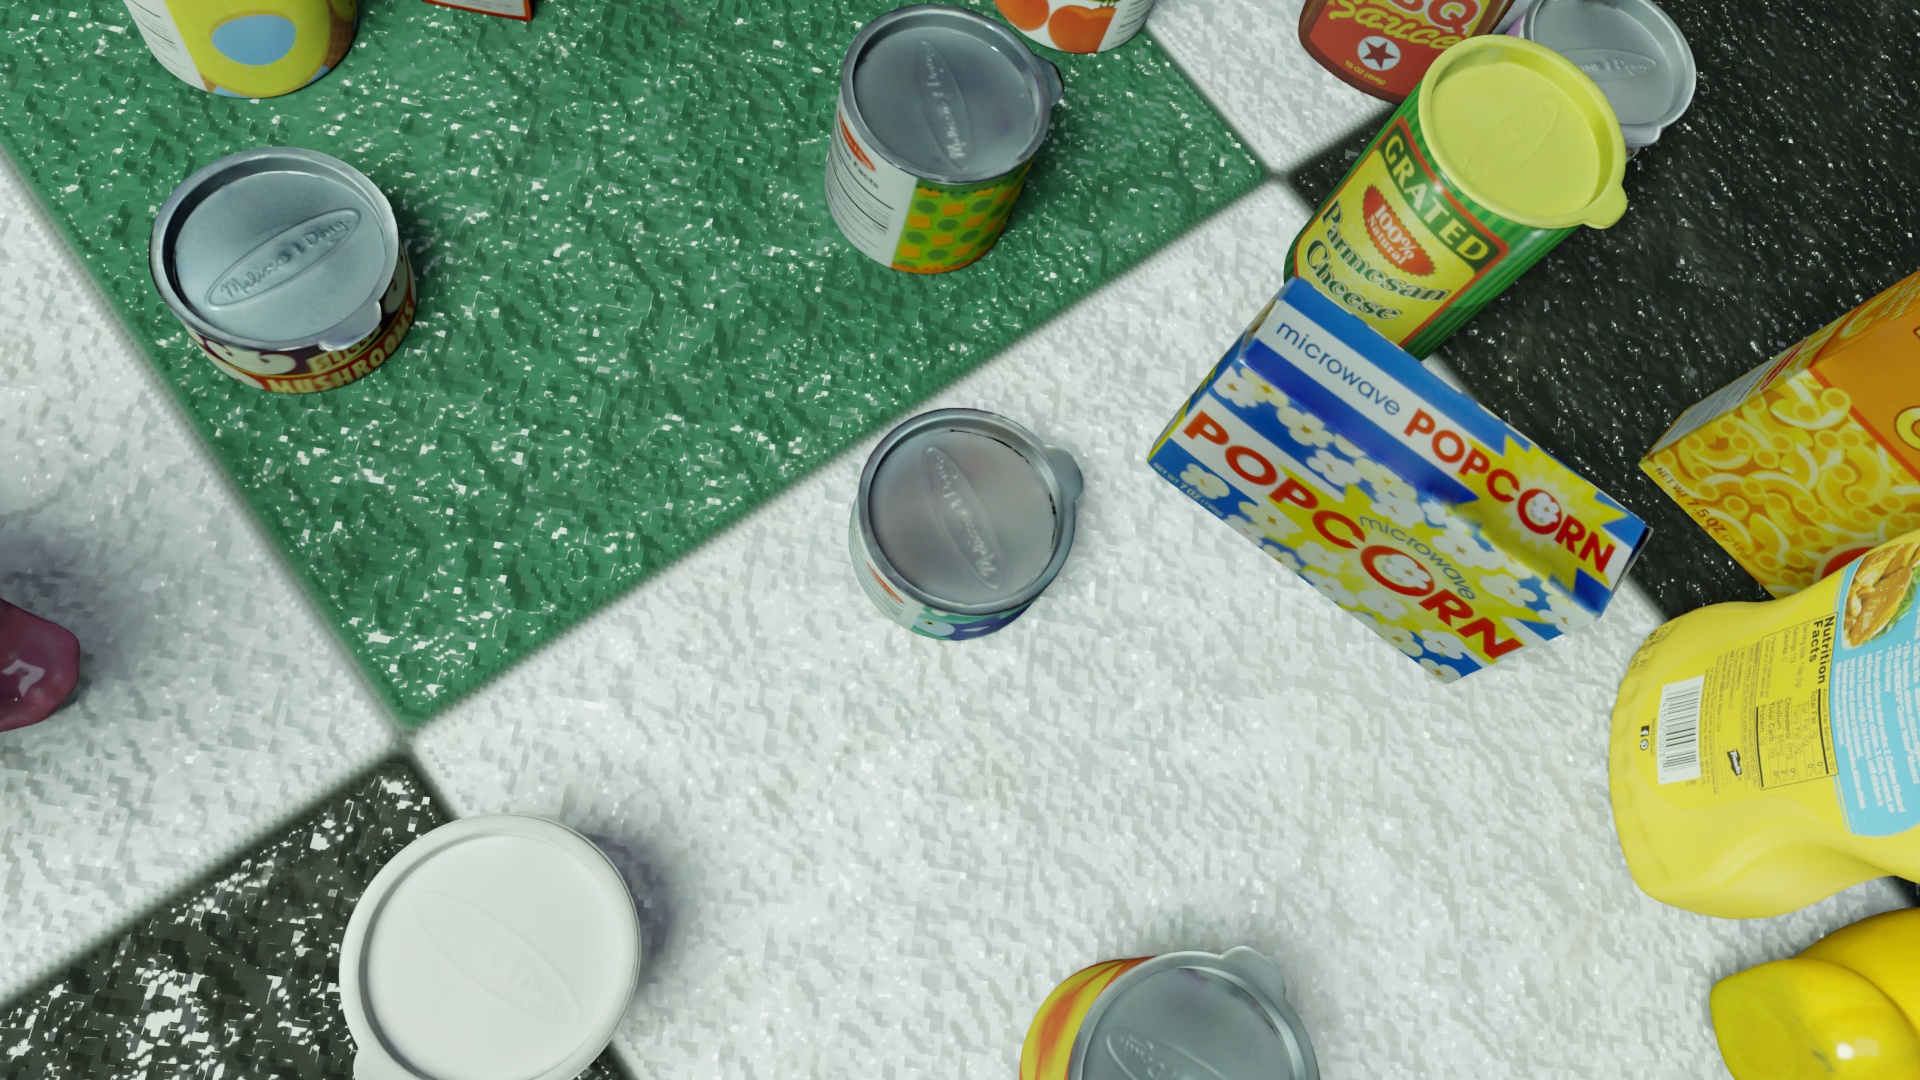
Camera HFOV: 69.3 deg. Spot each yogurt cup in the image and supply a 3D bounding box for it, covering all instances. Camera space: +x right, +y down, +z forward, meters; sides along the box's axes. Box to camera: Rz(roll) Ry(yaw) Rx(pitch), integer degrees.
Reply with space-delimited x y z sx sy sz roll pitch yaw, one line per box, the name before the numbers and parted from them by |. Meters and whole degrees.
yogurt cup | -0.115 0.106 0.350 0.072 0.053 0.072 4 70 -10

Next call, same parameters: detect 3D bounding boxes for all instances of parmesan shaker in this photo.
parmesan shaker | 0.158 -0.103 0.455 0.071 0.102 0.071 4 71 -10

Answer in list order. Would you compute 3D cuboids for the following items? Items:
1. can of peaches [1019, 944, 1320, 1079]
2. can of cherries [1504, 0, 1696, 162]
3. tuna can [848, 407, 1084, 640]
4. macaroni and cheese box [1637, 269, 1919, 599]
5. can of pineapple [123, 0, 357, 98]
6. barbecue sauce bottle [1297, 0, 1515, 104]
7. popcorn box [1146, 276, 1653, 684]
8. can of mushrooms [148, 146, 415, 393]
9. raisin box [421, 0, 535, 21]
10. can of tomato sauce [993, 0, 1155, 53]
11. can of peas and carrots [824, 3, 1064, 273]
can of peaches | 0.055 0.143 0.370 0.071 0.058 0.071 4 70 -10
can of cherries | 0.223 -0.160 0.513 0.071 0.058 0.071 4 70 -10
tuna can | 0.002 -0.005 0.425 0.071 0.032 0.071 4 70 -10
macaroni and cheese box | 0.314 -0.020 0.424 0.040 0.166 0.124 -41 83 -21
can of pineapple | -0.224 -0.181 0.427 0.071 0.057 0.071 4 70 -10
barbecue sauce bottle | 0.173 -0.214 0.473 0.065 0.148 0.044 29 68 -1
popcorn box | 0.128 -0.015 0.427 0.127 0.085 0.038 36 68 2
can of mushrooms | -0.196 -0.077 0.409 0.071 0.033 0.071 4 70 -10
raisin box | -0.149 -0.236 0.427 0.040 0.123 0.086 7 70 -9
can of tomato sauce | 0.047 -0.224 0.485 0.071 0.082 0.071 4 70 -10
can of peas and carrots | -0.007 -0.130 0.454 0.071 0.058 0.071 4 70 -10
